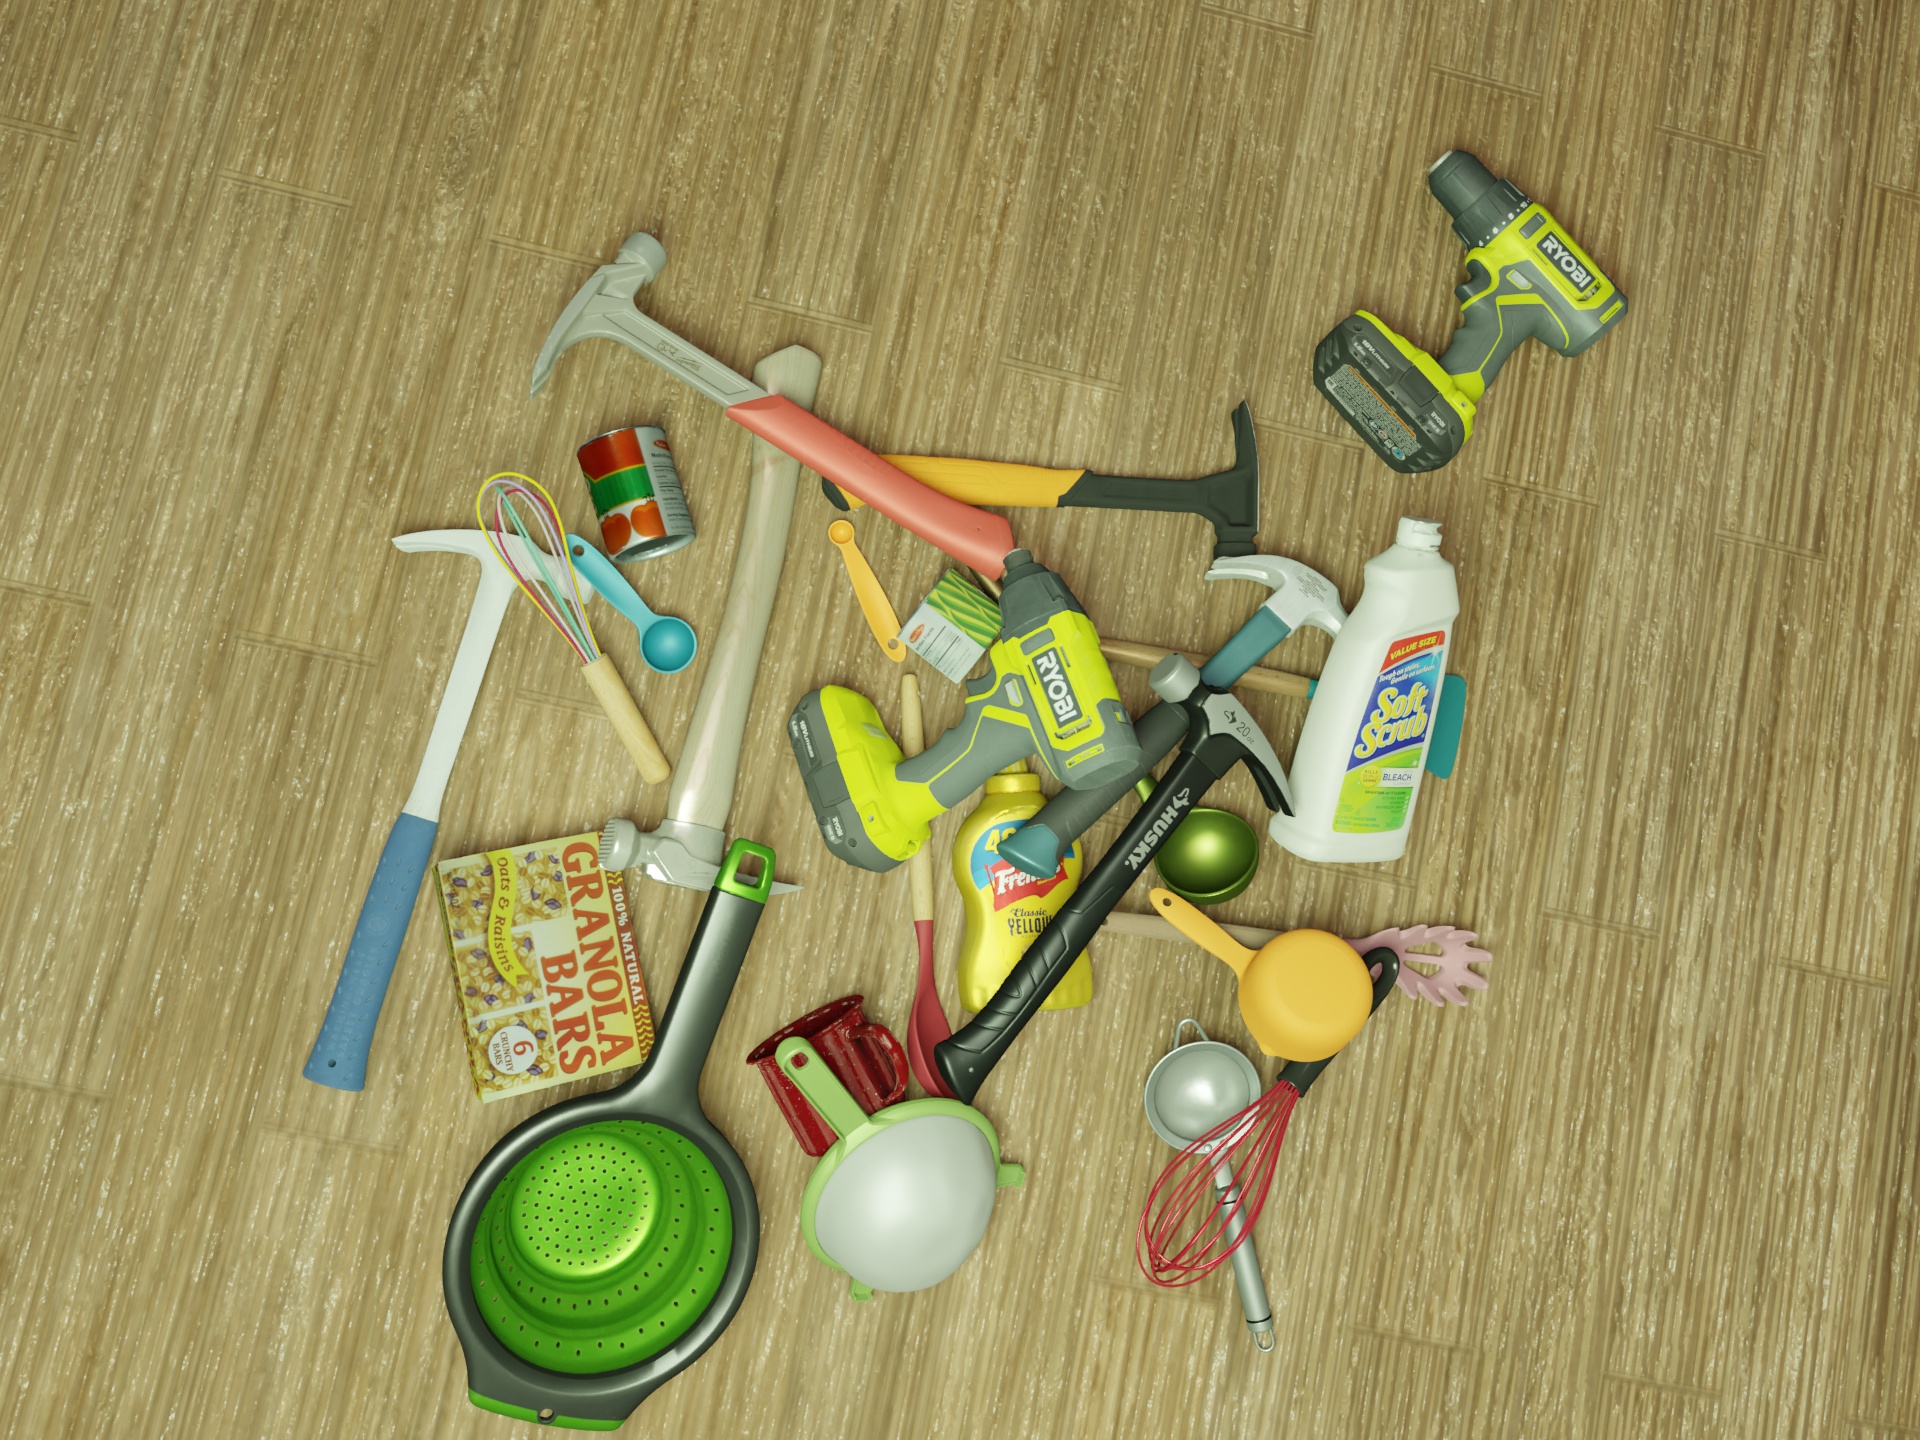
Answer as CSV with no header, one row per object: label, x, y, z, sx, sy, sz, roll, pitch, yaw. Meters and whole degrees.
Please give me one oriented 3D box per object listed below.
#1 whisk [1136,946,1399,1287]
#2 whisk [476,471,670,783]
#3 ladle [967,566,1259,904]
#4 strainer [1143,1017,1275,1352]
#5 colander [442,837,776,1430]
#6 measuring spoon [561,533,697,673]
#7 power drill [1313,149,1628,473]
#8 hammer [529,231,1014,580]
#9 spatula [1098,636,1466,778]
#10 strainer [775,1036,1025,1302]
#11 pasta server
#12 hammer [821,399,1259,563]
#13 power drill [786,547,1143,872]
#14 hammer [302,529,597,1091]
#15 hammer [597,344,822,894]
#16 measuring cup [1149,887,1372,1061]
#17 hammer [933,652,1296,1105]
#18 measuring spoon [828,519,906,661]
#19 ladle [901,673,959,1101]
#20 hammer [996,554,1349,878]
whisk,0.222,0.275,1.127,0.073,0.073,0.296,42,74,-1
whisk,-0.267,-0.063,1.125,0.047,0.051,0.244,-34,108,-26
ladle,0.107,0.002,1.188,0.078,0.062,0.320,-36,86,-13
strainer,0.192,0.338,1.166,0.087,0.050,0.258,-14,91,-1
colander,-0.217,0.265,1.076,0.204,0.094,0.397,22,86,-22
measuring spoon,-0.244,-0.087,1.157,0.042,0.021,0.128,-45,107,-12
power drill,0.389,-0.324,1.252,0.228,0.080,0.190,-43,90,-12
hammer,-0.122,-0.200,1.145,0.359,0.036,0.149,32,68,-7
spatula,0.239,-0.027,1.225,0.317,0.044,0.082,12,84,-1
strainer,-0.049,0.301,1.053,0.151,0.069,0.256,-35,129,-7
pasta server,0.242,0.165,1.175,0.316,0.040,0.060,9,89,-14
hammer,0.063,-0.186,1.215,0.337,0.034,0.127,2,84,-7
power drill,-0.002,-0.004,1.105,0.223,0.080,0.171,-28,71,20
hammer,-0.386,0.056,1.129,0.144,0.035,0.405,17,81,-5
hammer,-0.148,-0.077,1.166,0.146,0.038,0.411,16,77,-24
measuring cup,0.209,0.165,1.117,0.174,0.052,0.095,36,67,9
hammer,0.098,0.125,1.102,0.146,0.035,0.335,42,81,-20
measuring spoon,-0.070,-0.097,1.202,0.021,0.011,0.117,-25,90,-9
ladle,-0.028,0.120,1.163,0.031,0.069,0.315,-8,78,19
hammer,0.157,-0.001,1.163,0.331,0.033,0.128,-42,82,-18
